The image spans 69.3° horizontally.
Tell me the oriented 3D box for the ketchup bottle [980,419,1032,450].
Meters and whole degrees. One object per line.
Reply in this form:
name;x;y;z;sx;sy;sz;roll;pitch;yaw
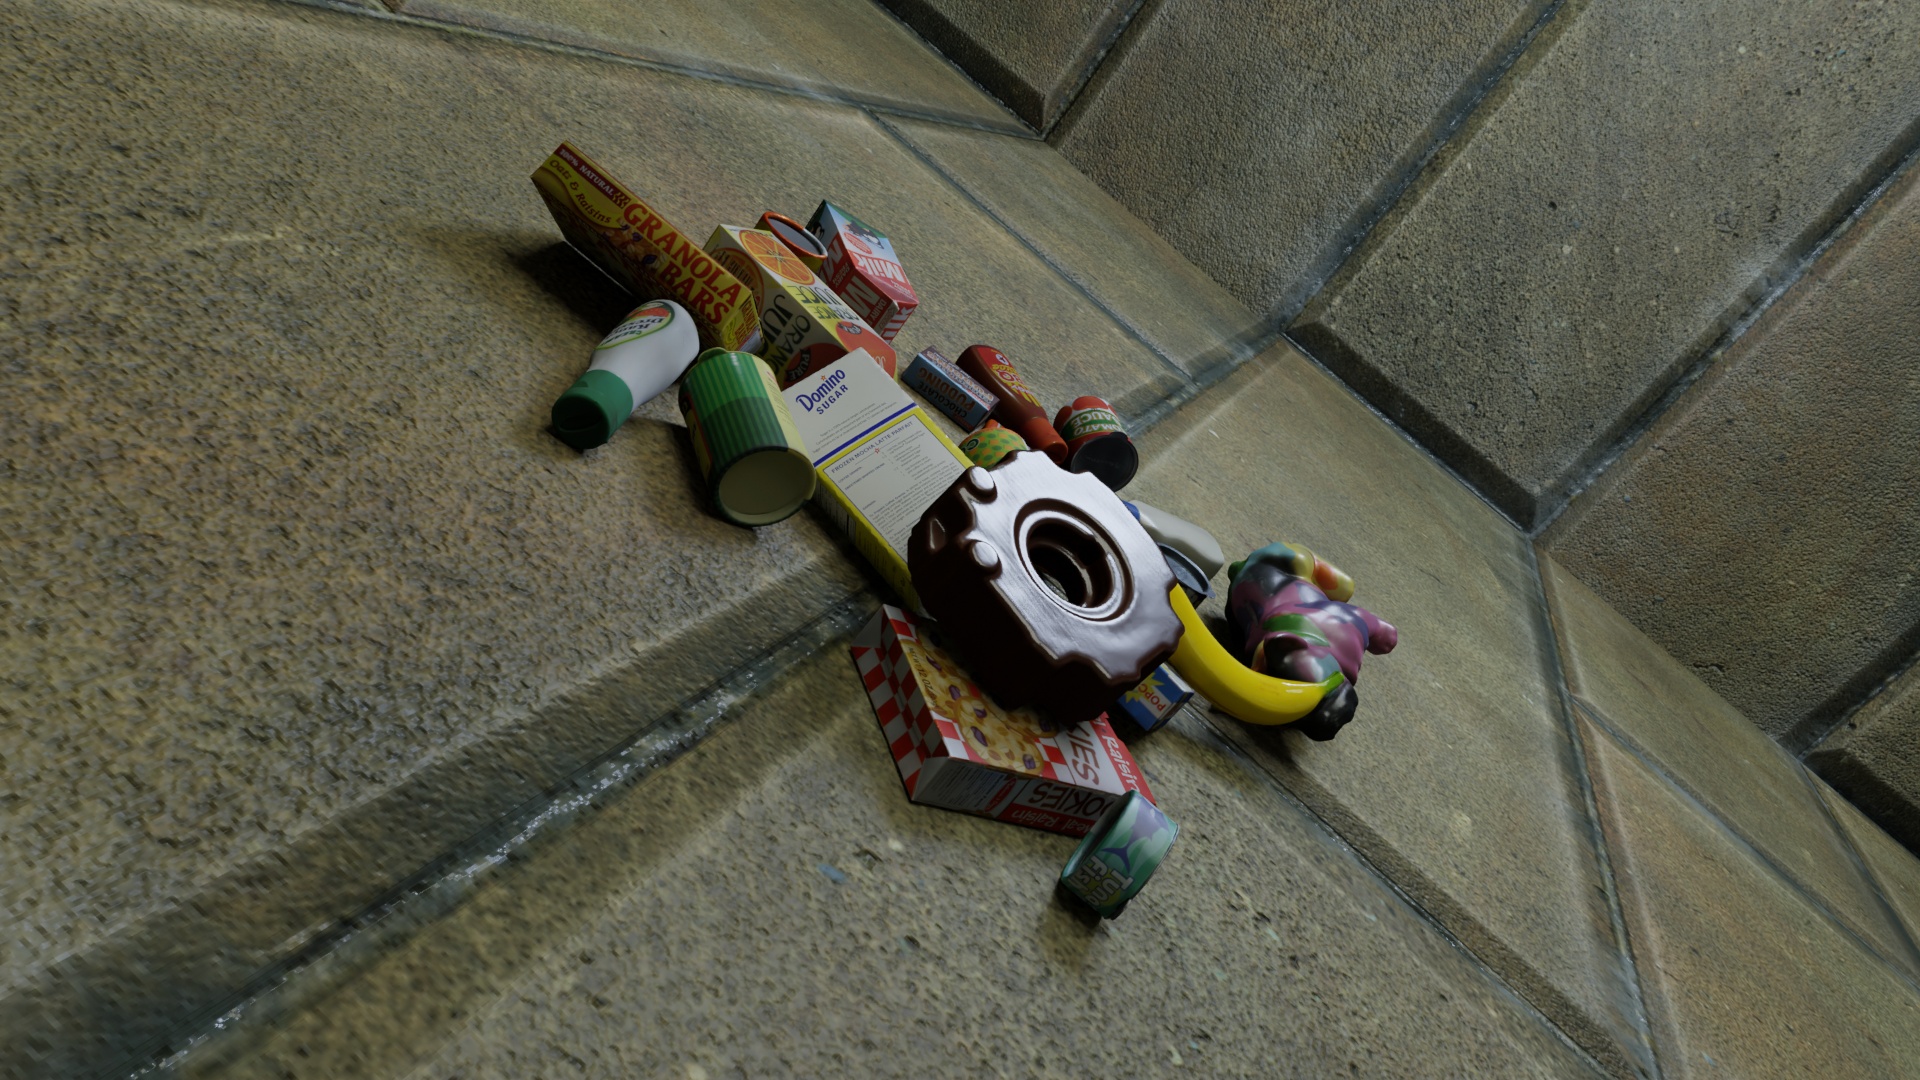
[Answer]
ketchup bottle;0.071;-0.042;1.188;0.149;0.043;0.065;37;22;-6

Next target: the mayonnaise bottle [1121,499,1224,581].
mayonnaise bottle;0.177;-0.006;1.286;0.148;0.041;0.065;20;27;-36

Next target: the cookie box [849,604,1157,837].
cookie box;0.027;0.110;0.826;0.167;0.040;0.123;21;28;-37

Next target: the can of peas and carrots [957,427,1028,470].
can of peas and carrots;0.028;-0.049;1.105;0.071;0.070;0.059;25;25;-30

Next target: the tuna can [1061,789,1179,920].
tuna can;0.086;0.174;0.764;0.033;0.071;0.071;39;22;3

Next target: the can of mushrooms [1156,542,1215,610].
can of mushrooms;0.188;0.037;1.227;0.071;0.033;0.071;33;22;-15

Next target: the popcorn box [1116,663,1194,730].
popcorn box;0.116;0.089;0.961;0.085;0.038;0.126;45;4;13

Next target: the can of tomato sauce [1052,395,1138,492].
can of tomato sauce;0.130;-0.094;1.344;0.071;0.071;0.083;27;24;-26

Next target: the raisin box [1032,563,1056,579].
raisin box;0.073;0.008;1.040;0.086;0.040;0.123;27;3;-36

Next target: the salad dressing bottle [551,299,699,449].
salad dressing bottle;-0.208;-0.104;0.864;0.148;0.064;0.043;-74;148;-59

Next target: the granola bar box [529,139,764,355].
granola bar box;-0.214;-0.195;0.976;0.165;0.039;0.124;39;-9;2

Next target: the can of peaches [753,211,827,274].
can of peaches;-0.159;-0.244;1.205;0.071;0.058;0.071;33;22;-15

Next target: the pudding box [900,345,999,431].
pudding box;-0.009;-0.139;1.269;0.084;0.030;0.050;39;23;1

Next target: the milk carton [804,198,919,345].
milk carton;-0.096;-0.226;1.248;0.073;0.072;0.191;25;26;-31

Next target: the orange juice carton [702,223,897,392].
orange juice carton;-0.122;-0.153;1.066;0.193;0.072;0.072;45;22;14

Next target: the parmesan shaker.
parmesan shaker;-0.137;-0.066;0.879;0.071;0.071;0.103;21;28;-37

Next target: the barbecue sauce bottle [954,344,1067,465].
barbecue sauce bottle;0.051;-0.125;1.317;0.065;0.043;0.149;16;31;-45
